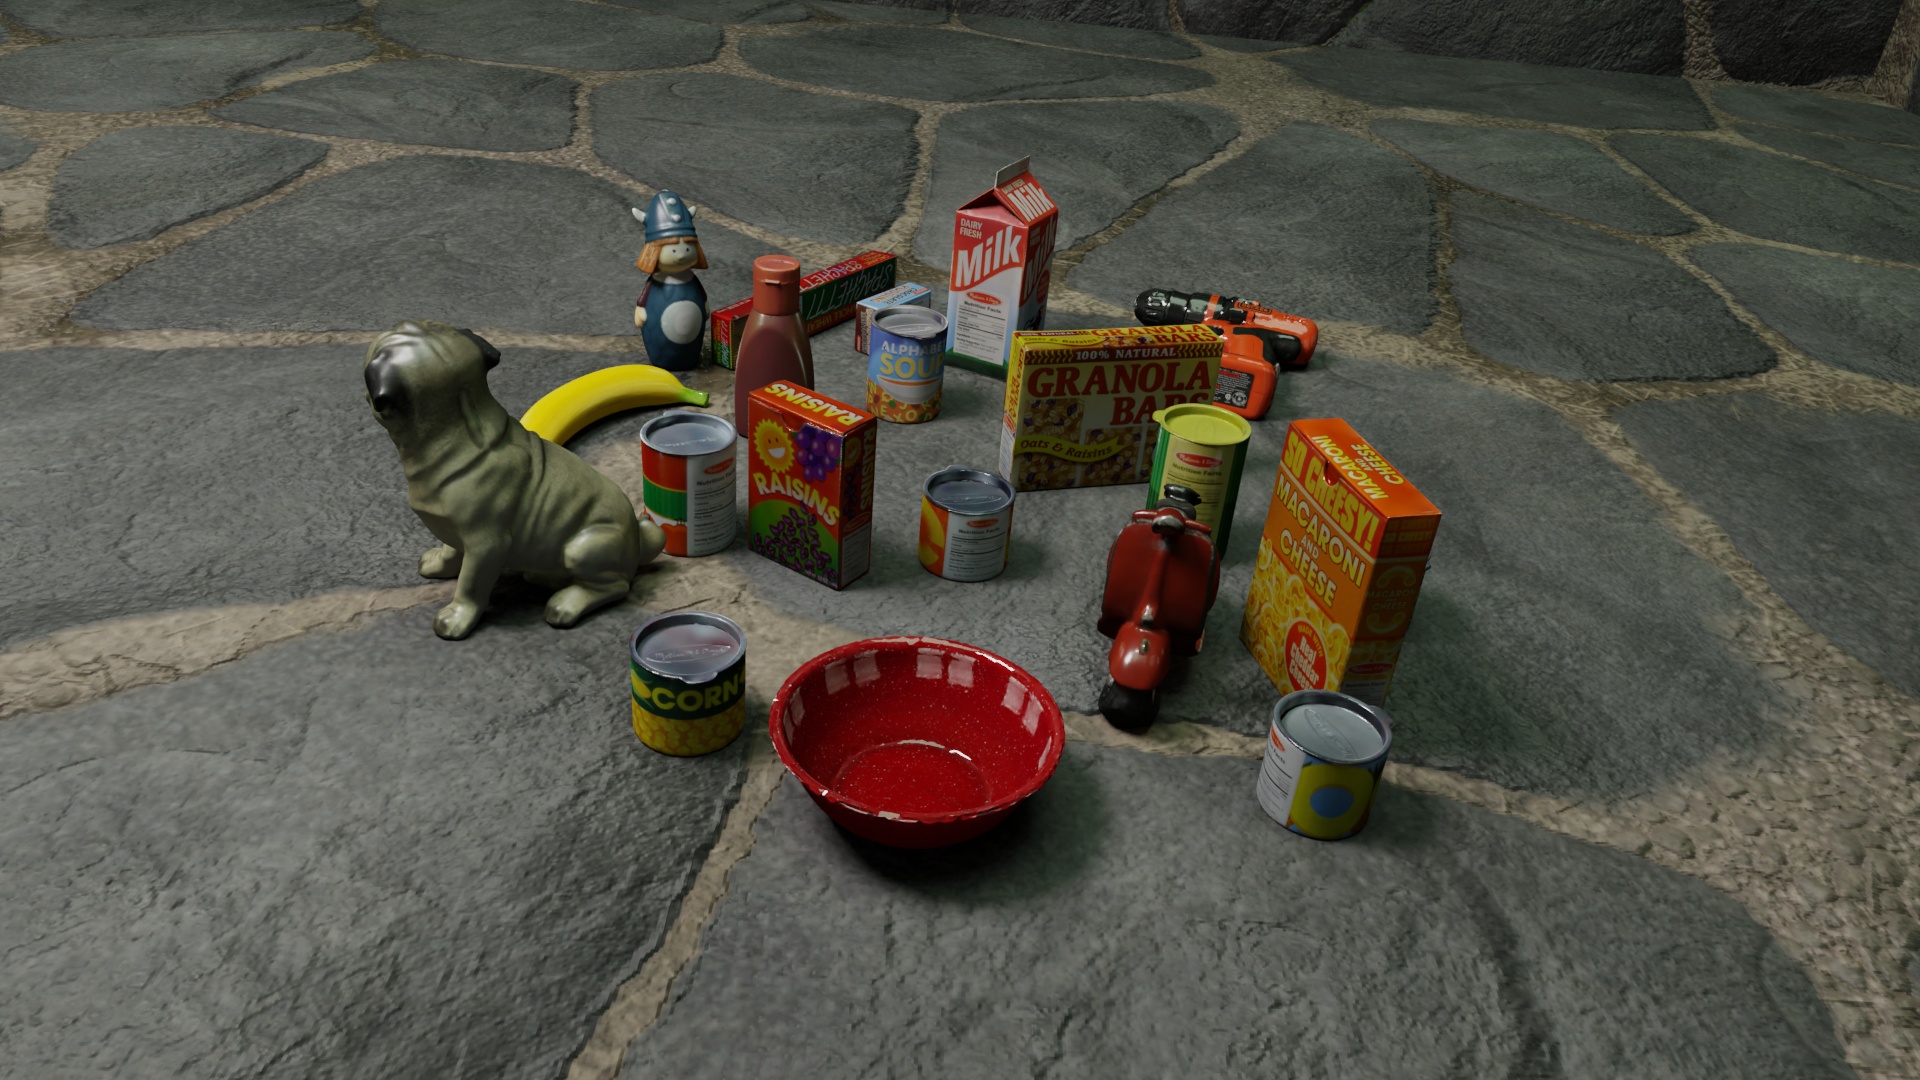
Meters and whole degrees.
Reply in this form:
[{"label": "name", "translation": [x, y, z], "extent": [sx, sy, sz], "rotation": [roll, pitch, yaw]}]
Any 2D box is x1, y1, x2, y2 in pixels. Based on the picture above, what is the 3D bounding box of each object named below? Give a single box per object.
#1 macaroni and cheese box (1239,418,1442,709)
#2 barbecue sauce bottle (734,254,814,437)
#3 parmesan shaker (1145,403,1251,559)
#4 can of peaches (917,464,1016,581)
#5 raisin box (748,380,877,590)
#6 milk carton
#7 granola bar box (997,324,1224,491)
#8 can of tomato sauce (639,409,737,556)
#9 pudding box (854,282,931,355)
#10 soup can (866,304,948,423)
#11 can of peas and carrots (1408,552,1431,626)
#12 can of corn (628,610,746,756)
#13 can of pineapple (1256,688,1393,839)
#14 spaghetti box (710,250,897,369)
[{"label": "macaroni and cheese box", "translation": [0.229, 0.026, 0.860], "extent": [0.040, 0.165, 0.124], "rotation": [-3, 32, -15]}, {"label": "barbecue sauce bottle", "translation": [-0.148, -0.152, 1.114], "extent": [0.065, 0.147, 0.044], "rotation": [7, 30, 2]}, {"label": "parmesan shaker", "translation": [0.169, -0.041, 1.024], "extent": [0.071, 0.102, 0.071], "rotation": [4, 31, -2]}, {"label": "can of peaches", "translation": [0.004, -0.012, 0.992], "extent": [0.071, 0.057, 0.071], "rotation": [4, 31, -2]}, {"label": "raisin box", "translation": [-0.104, -0.038, 0.954], "extent": [0.086, 0.122, 0.040], "rotation": [24, 35, 28]}, {"label": "milk carton", "translation": [0.038, -0.250, 1.268], "extent": [0.073, 0.189, 0.073], "rotation": [18, 33, 20]}, {"label": "granola bar box", "translation": [0.117, -0.106, 1.103], "extent": [0.166, 0.123, 0.039], "rotation": [-5, 32, -17]}, {"label": "can of tomato sauce", "translation": [-0.193, -0.041, 0.983], "extent": [0.071, 0.082, 0.071], "rotation": [4, 31, -2]}, {"label": "pudding box", "translation": [-0.064, -0.211, 1.322], "extent": [0.030, 0.049, 0.084], "rotation": [23, 35, 27]}, {"label": "soup can", "translation": [-0.046, -0.150, 1.189], "extent": [0.071, 0.083, 0.072], "rotation": [4, 31, -2]}, {"label": "can of peas and carrots", "translation": [0.291, 0.027, 0.972], "extent": [0.071, 0.058, 0.071], "rotation": [4, 31, -2]}, {"label": "can of corn", "translation": [-0.157, 0.084, 0.804], "extent": [0.071, 0.058, 0.071], "rotation": [4, 31, -2]}, {"label": "can of pineapple", "translation": [0.208, 0.127, 0.792], "extent": [0.071, 0.057, 0.071], "rotation": [4, 31, -2]}, {"label": "spaghetti box", "translation": [-0.145, -0.225, 1.332], "extent": [0.029, 0.050, 0.251], "rotation": [22, 35, 26]}]
